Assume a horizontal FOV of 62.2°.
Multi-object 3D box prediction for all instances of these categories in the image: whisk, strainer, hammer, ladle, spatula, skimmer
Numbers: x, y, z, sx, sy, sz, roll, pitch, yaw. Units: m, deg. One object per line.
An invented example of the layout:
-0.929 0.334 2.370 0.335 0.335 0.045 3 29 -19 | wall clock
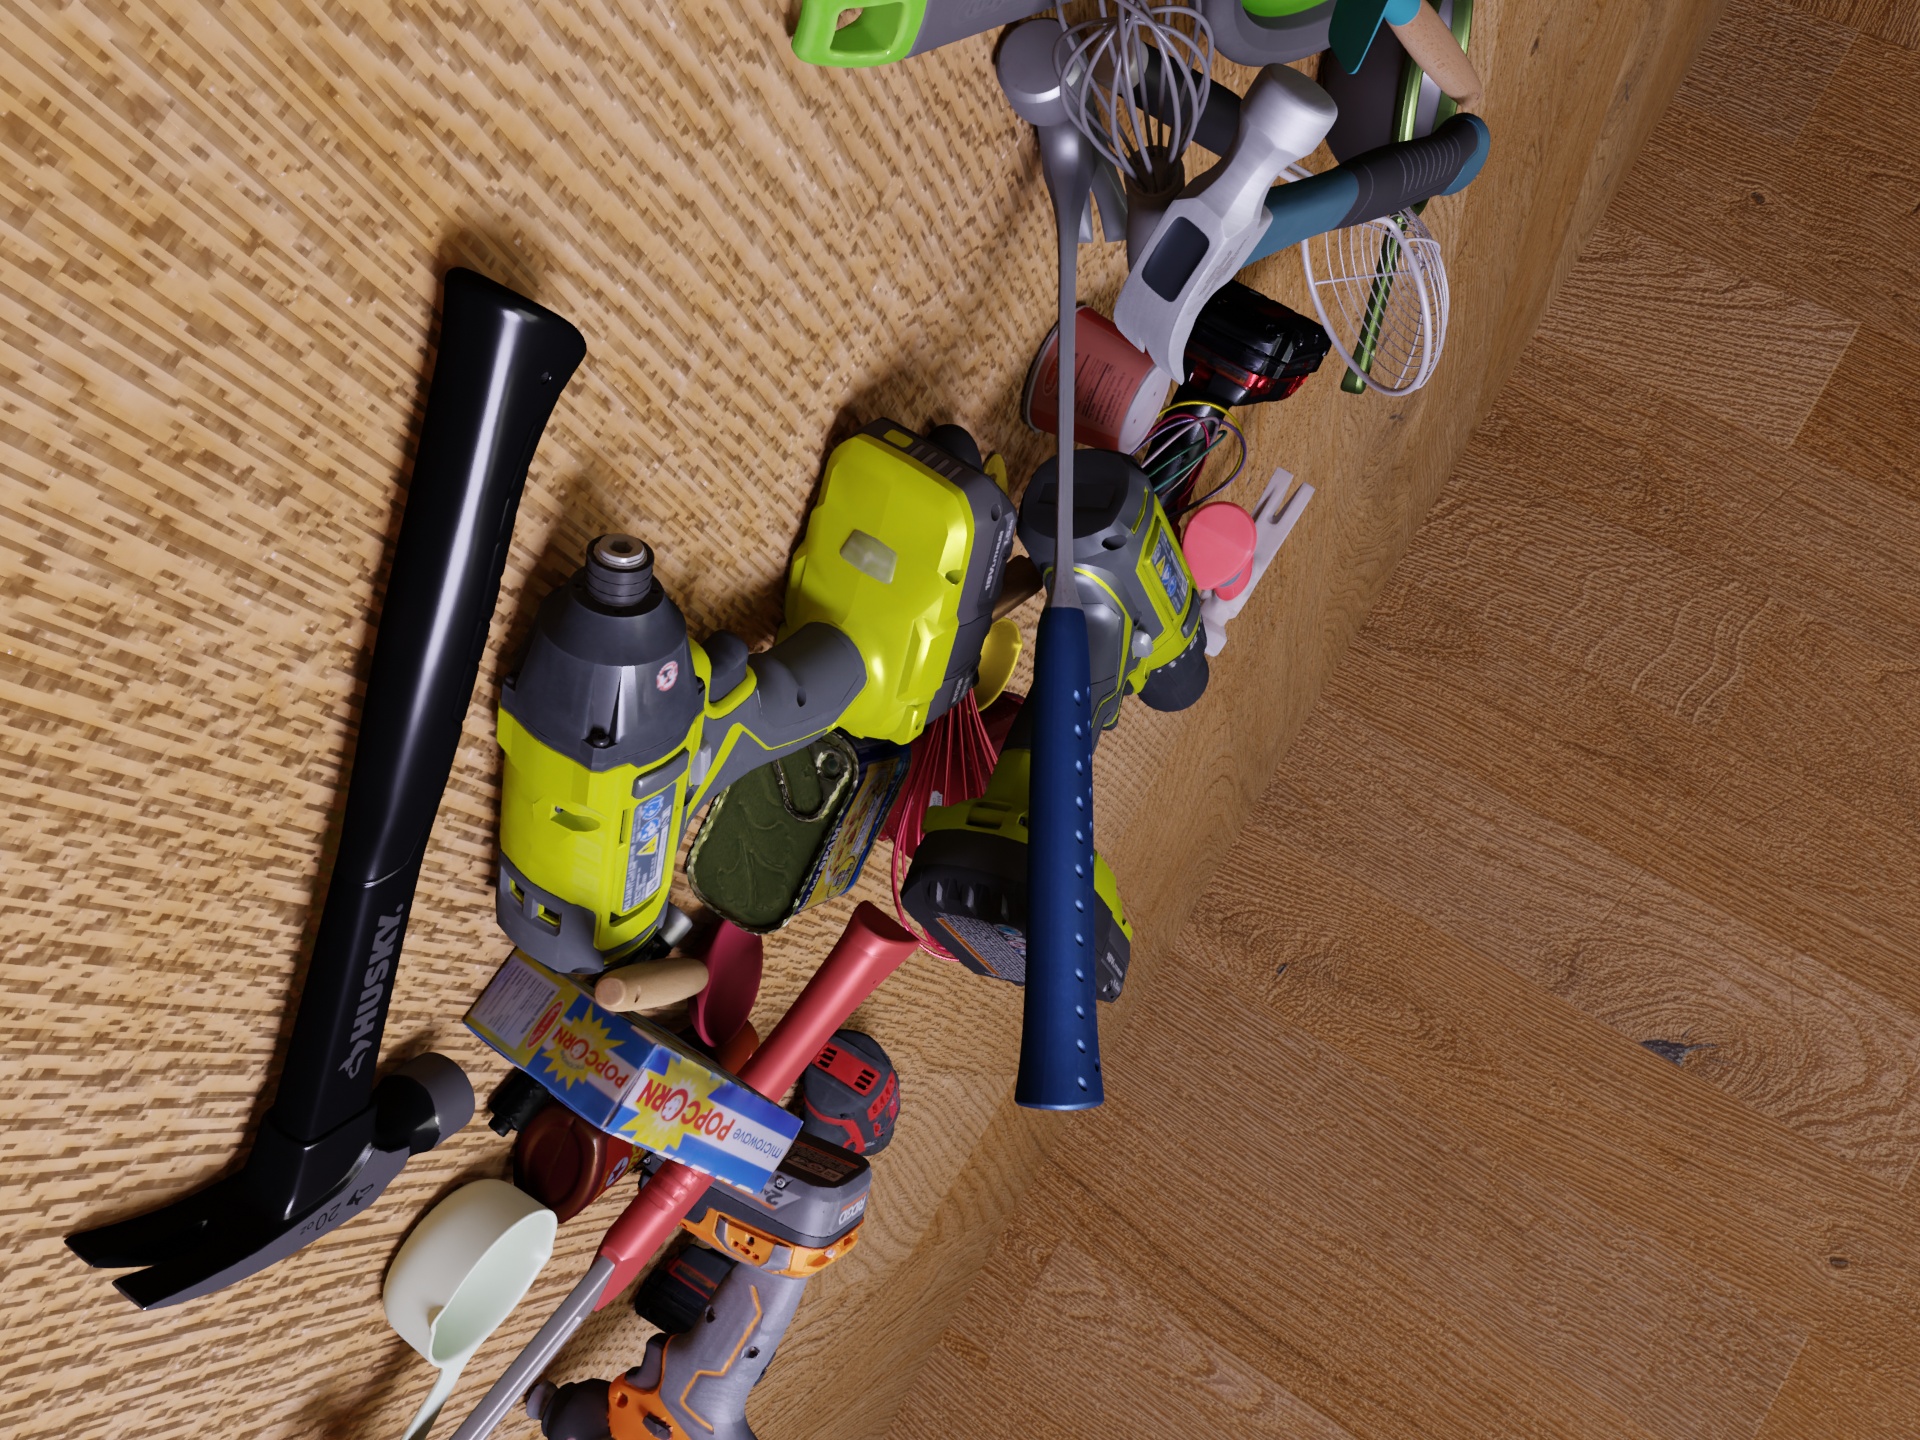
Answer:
0.069 -0.203 0.590 0.055 0.055 0.239 -59 167 -2 | whisk
0.246 -0.331 0.965 0.151 0.069 0.256 -21 124 -65 | strainer
-0.172 0.030 0.469 0.146 0.035 0.334 -31 147 -60 | hammer
-0.116 0.110 0.670 0.315 0.031 0.069 97 2 -82 | ladle
0.043 -0.054 0.638 0.144 0.035 0.405 20 70 -74 | hammer
0.201 -0.290 0.673 0.317 0.044 0.082 -20 136 -62 | spatula
-0.143 0.234 0.751 0.359 0.037 0.149 -50 166 -21 | hammer
0.175 -0.112 0.981 0.143 0.038 0.386 -59 172 6 | hammer
-0.001 -0.002 0.782 0.073 0.073 0.295 -40 136 -49 | whisk
0.150 -0.244 0.786 0.090 0.127 0.363 -40 157 30 | skimmer
0.051 -0.092 0.827 0.245 0.051 0.047 -37 115 -14 | whisk
0.162 -0.222 0.670 0.331 0.033 0.128 -35 166 -50 | hammer

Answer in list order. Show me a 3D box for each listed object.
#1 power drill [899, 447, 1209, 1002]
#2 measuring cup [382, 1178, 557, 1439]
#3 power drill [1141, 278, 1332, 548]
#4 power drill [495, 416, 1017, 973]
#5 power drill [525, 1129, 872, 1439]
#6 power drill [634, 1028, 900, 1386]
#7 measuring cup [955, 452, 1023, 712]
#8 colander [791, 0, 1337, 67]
0.062 0.011 0.764 0.190 0.080 0.229 53 51 -55 | power drill
-0.235 0.274 0.697 0.167 0.038 0.083 -61 164 11 | measuring cup
0.141 -0.160 1.001 0.143 0.078 0.219 -27 147 -61 | power drill
-0.075 -0.024 0.595 0.223 0.080 0.171 -38 153 -46 | power drill
-0.150 0.334 0.882 0.084 0.164 0.226 4 102 -72 | power drill
-0.114 0.330 1.087 0.227 0.080 0.187 -56 164 -23 | power drill
0.007 -0.075 0.850 0.062 0.029 0.156 -35 139 -40 | measuring cup
0.087 -0.321 0.560 0.397 0.094 0.204 -31 168 -27 | colander
